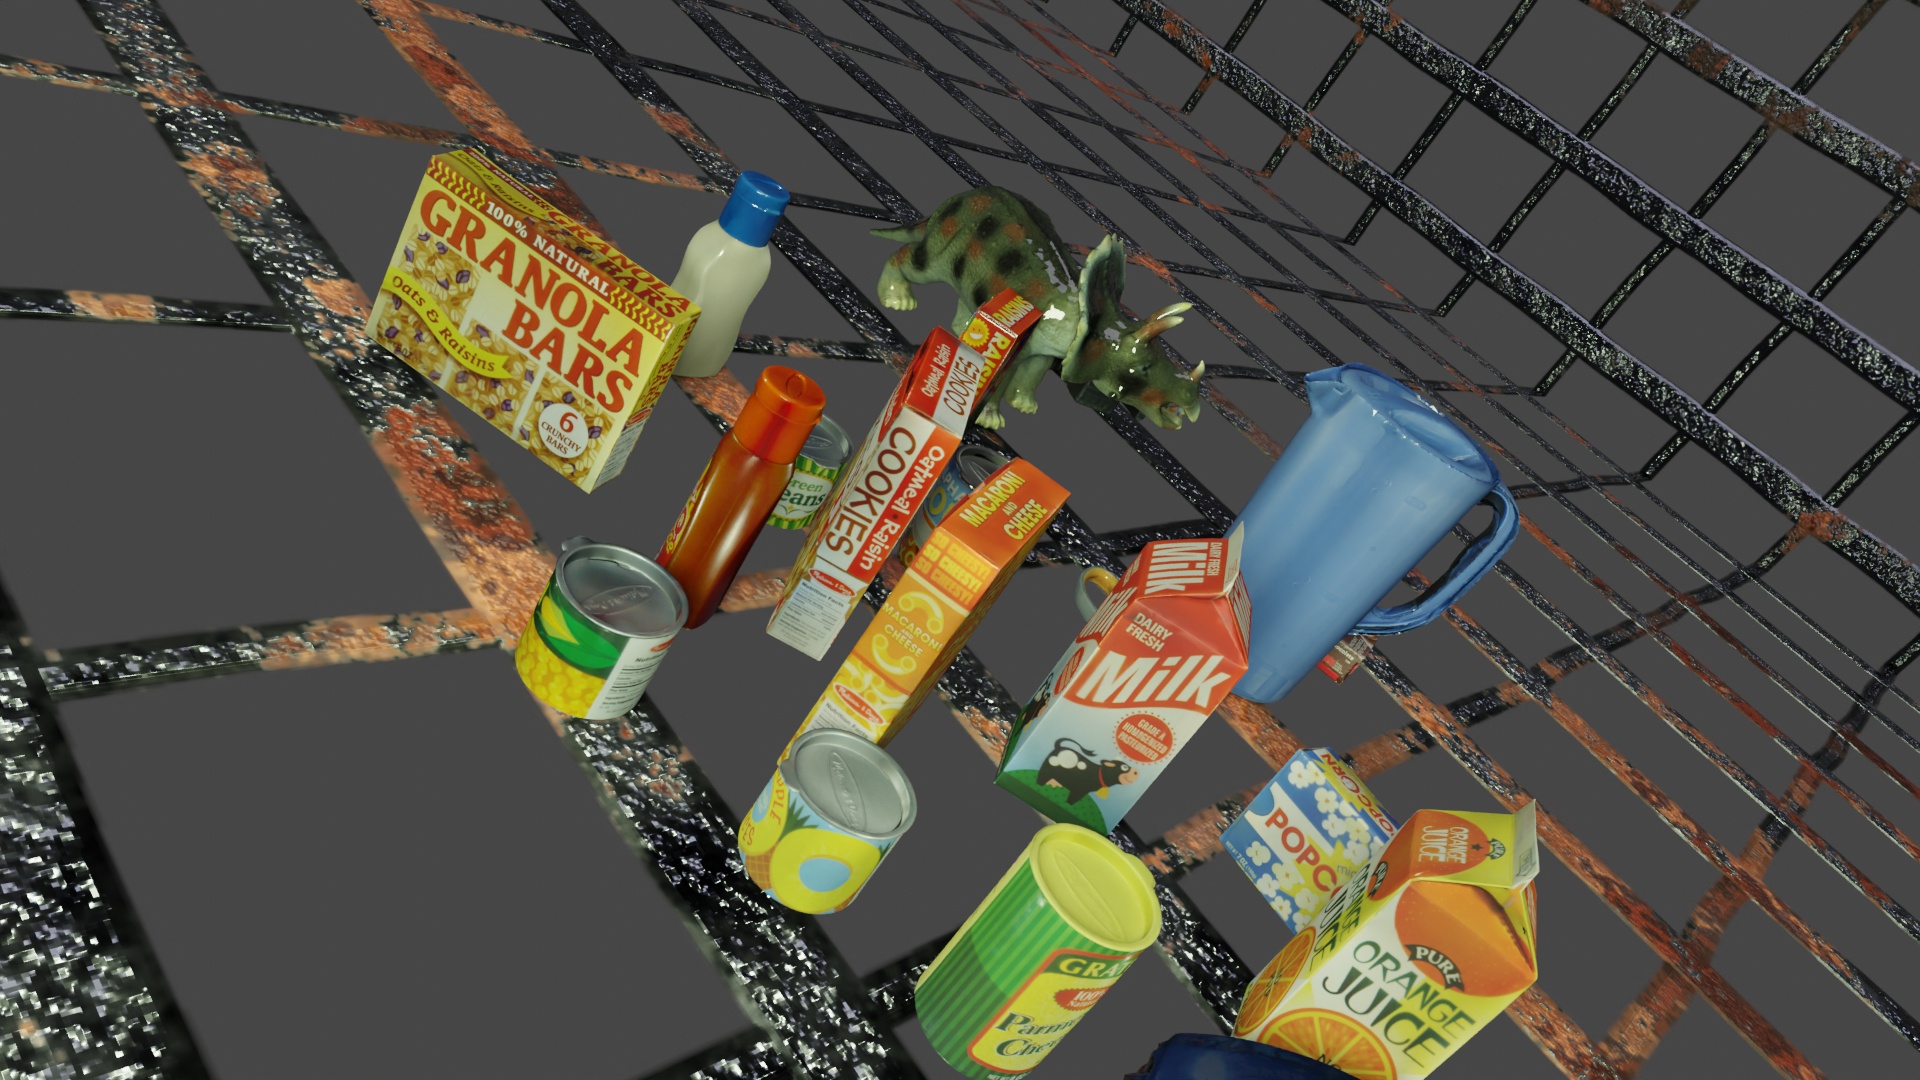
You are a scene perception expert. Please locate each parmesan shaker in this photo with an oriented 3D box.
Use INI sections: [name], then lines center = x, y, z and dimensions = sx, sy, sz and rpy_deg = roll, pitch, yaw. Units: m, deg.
[parmesan shaker]
center = 0.035, 0.184, 0.616
dimensions = 0.071, 0.102, 0.071
rpy_deg = 26, 28, -15

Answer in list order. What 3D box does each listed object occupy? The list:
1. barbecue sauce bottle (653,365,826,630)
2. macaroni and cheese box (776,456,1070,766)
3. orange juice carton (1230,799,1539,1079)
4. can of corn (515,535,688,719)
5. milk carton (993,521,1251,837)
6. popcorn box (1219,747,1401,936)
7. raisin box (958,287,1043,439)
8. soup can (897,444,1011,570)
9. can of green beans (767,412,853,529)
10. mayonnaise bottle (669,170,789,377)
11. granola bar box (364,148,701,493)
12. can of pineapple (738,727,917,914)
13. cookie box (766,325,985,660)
[barbecue sauce bottle]
center = -0.120, -0.024, 0.739
dimensions = 0.043, 0.148, 0.065
rpy_deg = 28, 27, -11
[macaroni and cheese box]
center = -0.018, 0.044, 0.719
dimensions = 0.040, 0.165, 0.124
rpy_deg = 37, 27, 5
[orange juice carton]
center = 0.218, 0.205, 0.683
dimensions = 0.073, 0.191, 0.072
rpy_deg = 38, 27, 8
[can of corn]
center = -0.175, 0.042, 0.670
dimensions = 0.071, 0.058, 0.071
rpy_deg = 26, 28, -15
[milk carton]
center = 0.101, 0.073, 0.775
dimensions = 0.073, 0.189, 0.073
rpy_deg = 32, 27, -3
[popcorn box]
center = 0.225, 0.197, 0.822
dimensions = 0.038, 0.085, 0.127
rpy_deg = 2, 41, -46
[raisin box]
center = 0.009, -0.129, 1.079
dimensions = 0.040, 0.123, 0.086
rpy_deg = 35, 27, 3
[soup can]
center = 0.003, -0.012, 0.923
dimensions = 0.071, 0.083, 0.072
rpy_deg = 26, 28, -15
[can of green beans]
center = -0.111, -0.049, 0.889
dimensions = 0.071, 0.057, 0.071
rpy_deg = 26, 28, -15
[mayonnaise bottle]
center = -0.164, -0.180, 0.946
dimensions = 0.065, 0.147, 0.041
rpy_deg = 1, 42, -47
[granola bar box]
center = -0.245, -0.125, 0.794
dimensions = 0.165, 0.123, 0.039
rpy_deg = 35, 27, 3
[can of pineapple]
center = -0.064, 0.130, 0.647
dimensions = 0.071, 0.057, 0.071
rpy_deg = 26, 28, -15
[cookie box]
center = -0.048, -0.030, 0.805
dimensions = 0.040, 0.166, 0.123
rpy_deg = 30, 27, -9
